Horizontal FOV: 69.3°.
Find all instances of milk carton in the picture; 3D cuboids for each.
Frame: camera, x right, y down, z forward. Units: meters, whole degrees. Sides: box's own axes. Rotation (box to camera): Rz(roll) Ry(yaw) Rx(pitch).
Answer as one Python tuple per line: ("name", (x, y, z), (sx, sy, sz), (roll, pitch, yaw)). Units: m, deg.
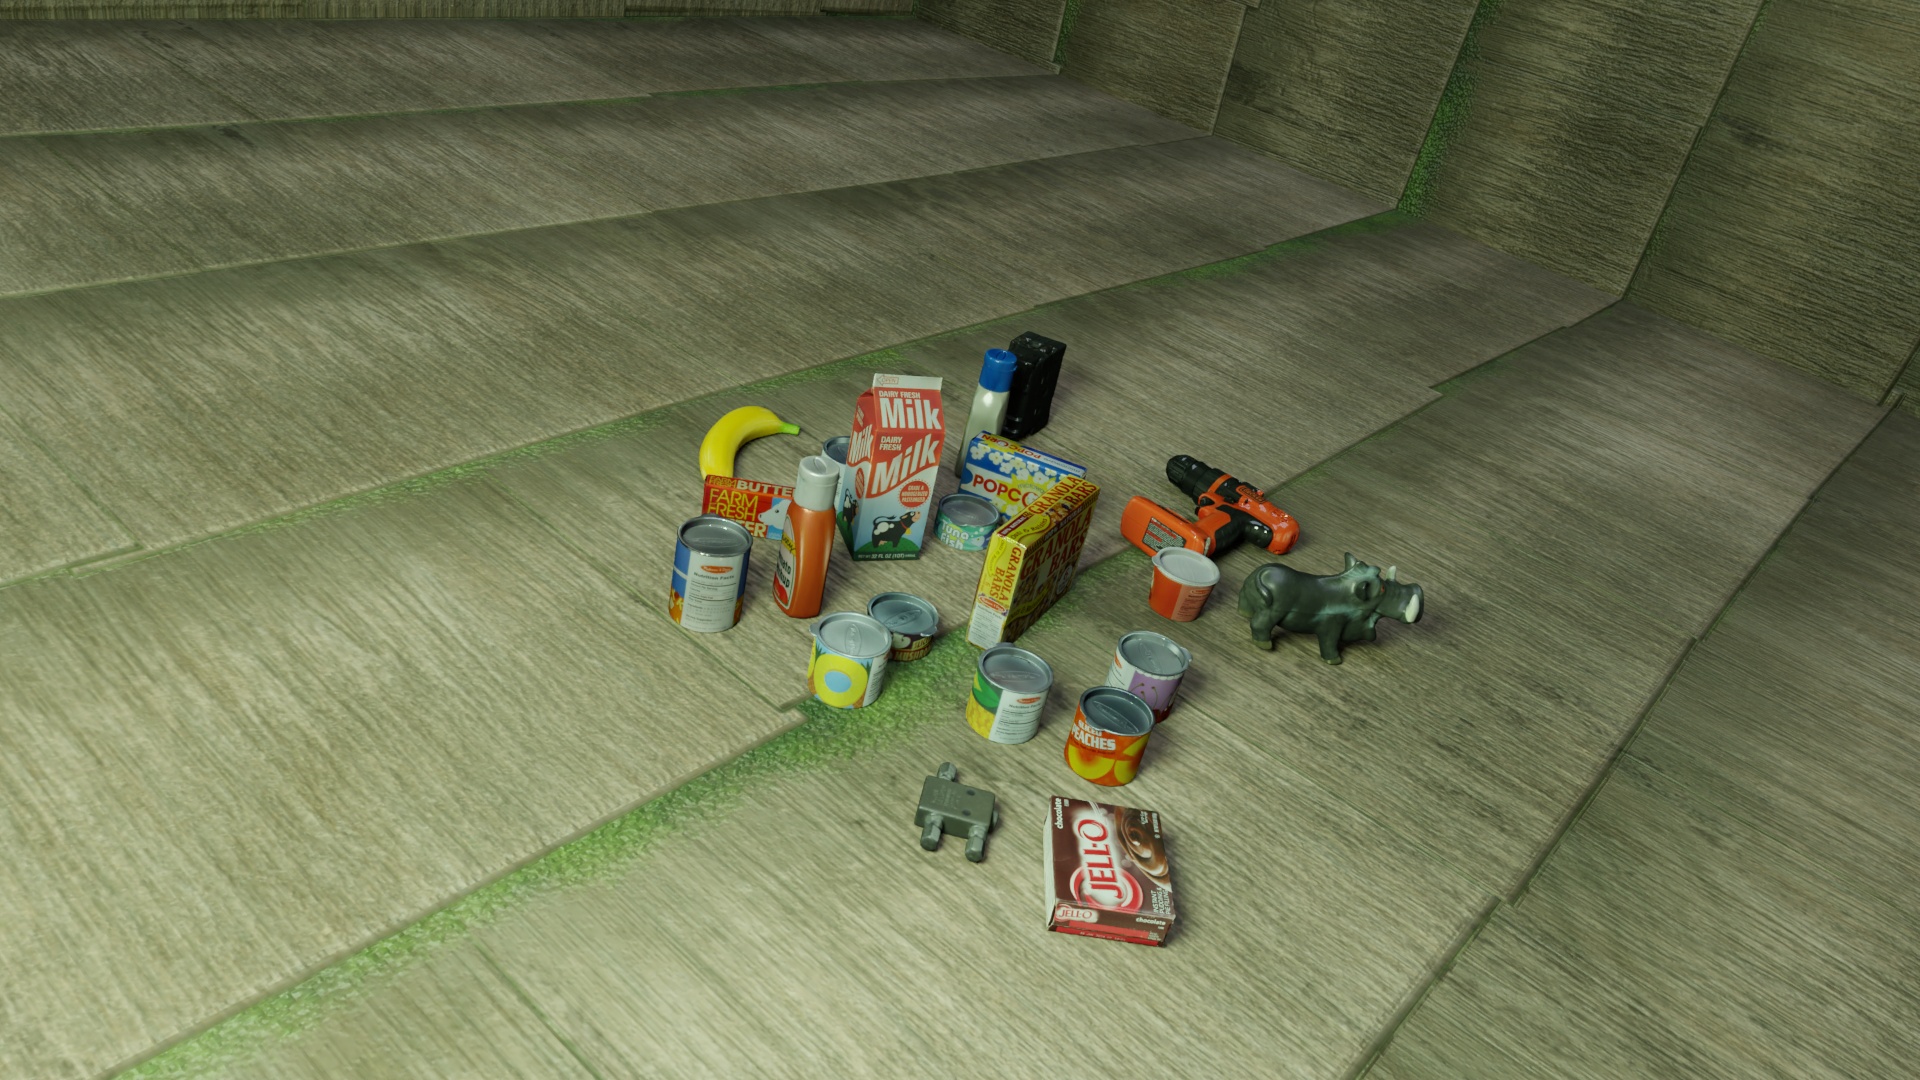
("milk carton", (-0.068, -0.078, 1.375), (0.072, 0.189, 0.074), (0, 33, -22))

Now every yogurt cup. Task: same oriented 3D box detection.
("yogurt cup", (0.226, 0.047, 1.424), (0.072, 0.053, 0.073), (10, 30, -6))

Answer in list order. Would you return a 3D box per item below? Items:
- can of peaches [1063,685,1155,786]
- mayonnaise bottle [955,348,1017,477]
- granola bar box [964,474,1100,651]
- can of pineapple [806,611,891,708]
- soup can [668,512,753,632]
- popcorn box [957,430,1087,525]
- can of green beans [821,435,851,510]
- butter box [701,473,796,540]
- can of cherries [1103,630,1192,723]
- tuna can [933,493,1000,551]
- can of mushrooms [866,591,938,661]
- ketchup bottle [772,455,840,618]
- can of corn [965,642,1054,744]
("can of peaches", (0.124, 0.167, 1.177), (0.071, 0.057, 0.071), (10, 30, -6))
("mayonnaise bottle", (0.030, -0.143, 1.565), (0.041, 0.147, 0.065), (17, 30, 6))
("granola bar box", (0.070, 0.021, 1.332), (0.039, 0.123, 0.166), (26, 32, 19))
("can of pineapple", (-0.098, 0.102, 1.193), (0.071, 0.057, 0.071), (10, 30, -6))
("soup can", (-0.223, 0.029, 1.238), (0.071, 0.083, 0.072), (10, 30, -6))
("popcorn box", (0.065, -0.057, 1.498), (0.127, 0.084, 0.038), (21, 31, 12))
("can of green beans", (-0.118, -0.070, 1.472), (0.071, 0.057, 0.071), (10, 30, -6))
("butter box", (-0.204, -0.031, 1.376), (0.103, 0.052, 0.024), (9, 30, -8))
("can of cherries", (0.170, 0.125, 1.265), (0.071, 0.058, 0.072), (10, 30, -6))
("tuna can", (0.005, -0.018, 1.461), (0.071, 0.032, 0.071), (10, 30, -6))
("can of mushrooms", (-0.054, 0.080, 1.272), (0.071, 0.033, 0.071), (10, 30, -6))
("ketchup bottle", (-0.139, -0.005, 1.265), (0.043, 0.148, 0.065), (-2, 33, -25))
("can of corn", (0.041, 0.132, 1.200), (0.071, 0.058, 0.071), (10, 30, -6))
